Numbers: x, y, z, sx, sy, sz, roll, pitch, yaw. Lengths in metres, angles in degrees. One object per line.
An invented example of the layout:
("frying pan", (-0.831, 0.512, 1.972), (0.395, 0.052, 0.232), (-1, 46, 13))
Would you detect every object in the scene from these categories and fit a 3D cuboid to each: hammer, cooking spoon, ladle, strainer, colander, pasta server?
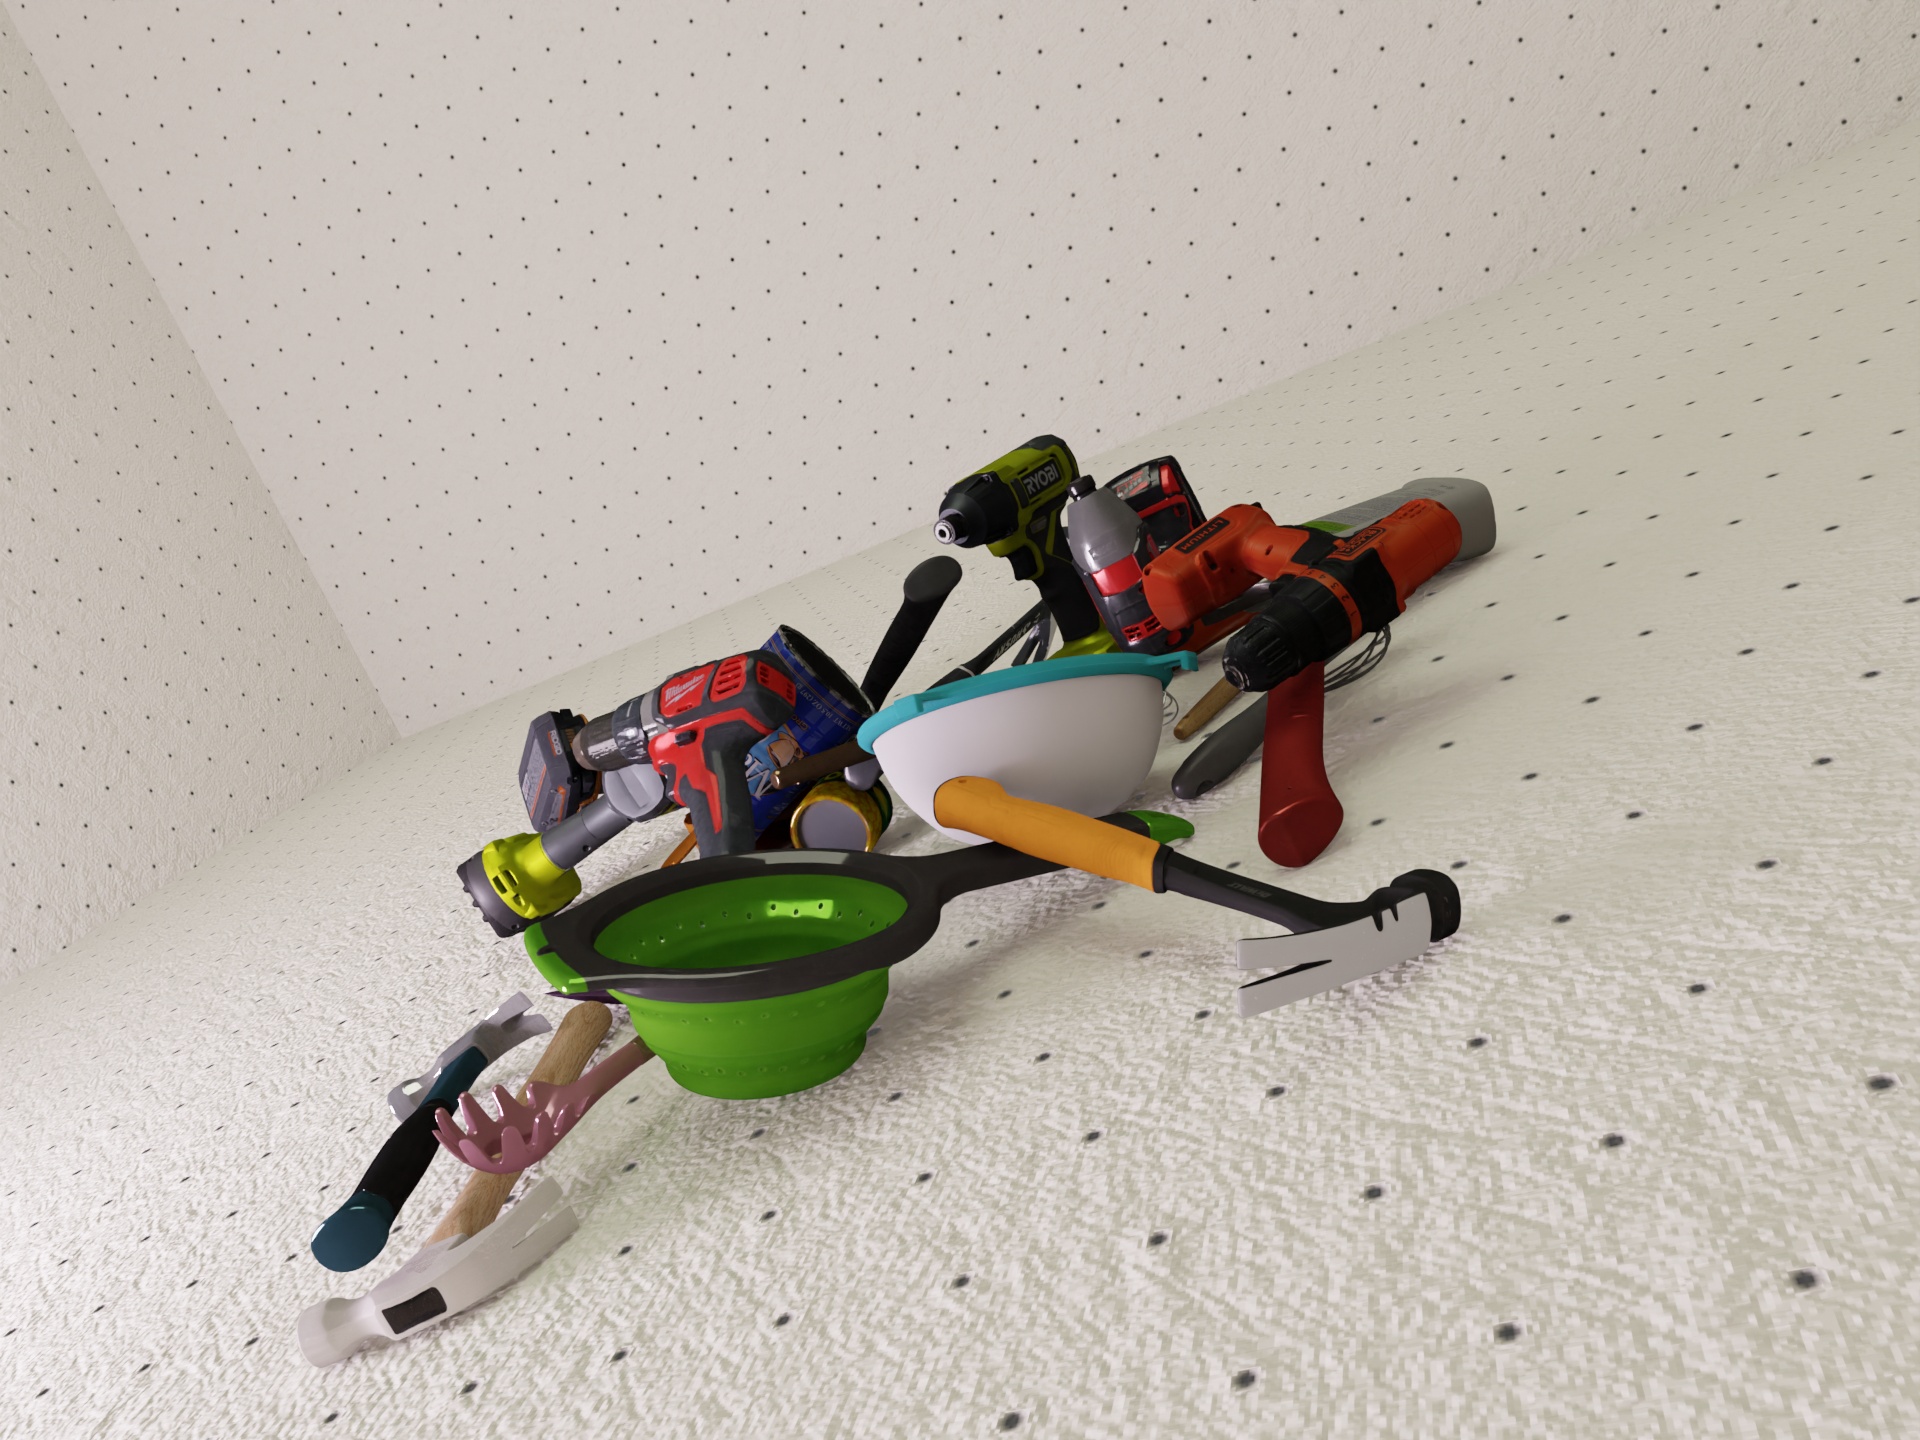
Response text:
("hammer", (0.081, 0.073, 0.814), (0.127, 0.034, 0.337), (-13, 15, -32))
("cooking spoon", (-0.002, -0.004, 1.170), (0.319, 0.017, 0.069), (-20, -4, -34))
("ladle", (0.251, -0.063, 1.251), (0.069, 0.031, 0.315), (-12, 20, 46))
("hammer", (-0.314, 0.238, 0.930), (0.128, 0.033, 0.331), (-39, 8, -2))
("strainer", (0.031, 0.047, 1.097), (0.211, 0.095, 0.340), (-9, -13, -14))
("hammer", (-0.065, -0.032, 1.333), (0.146, 0.035, 0.334), (-25, -19, -32))
("colander", (-0.037, 0.130, 0.903), (0.397, 0.094, 0.205), (-11, 14, -24))
("pasta server", (-0.173, 0.175, 0.928), (0.060, 0.040, 0.316), (3, 21, 32))
("hammer", (0.203, -0.021, 1.003), (0.149, 0.036, 0.359), (-20, 23, 24))
("hammer", (0.009, -0.040, 1.353), (0.036, 0.149, 0.409), (26, 33, 14))
("hammer", (-0.257, 0.245, 0.928), (0.130, 0.031, 0.331), (-23, 13, 8))

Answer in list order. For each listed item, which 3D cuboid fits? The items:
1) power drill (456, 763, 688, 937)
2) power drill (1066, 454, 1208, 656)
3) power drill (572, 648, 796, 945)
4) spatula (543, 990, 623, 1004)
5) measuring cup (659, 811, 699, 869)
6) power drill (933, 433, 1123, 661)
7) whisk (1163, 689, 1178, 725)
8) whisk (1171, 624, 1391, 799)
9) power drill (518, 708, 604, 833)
("power drill", (-0.313, 0.091, 1.413), (0.228, 0.080, 0.190), (-35, -3, 12))
("power drill", (0.138, -0.135, 1.235), (0.078, 0.143, 0.220), (-26, 8, 21))
("power drill", (-0.205, 0.069, 1.131), (0.188, 0.080, 0.227), (-18, 58, 26))
("spatula", (-0.181, 0.182, 1.051), (0.316, 0.018, 0.059), (-9, -12, 44))
("measuring cup", (-0.201, 0.106, 1.337), (0.095, 0.052, 0.174), (-19, 16, 24))
("power drill", (0.066, -0.108, 1.315), (0.080, 0.223, 0.171), (-13, 17, 41))
("whisk", (0.047, 0.016, 1.241), (0.284, 0.070, 0.070), (-19, 13, 40))
("whisk", (0.220, -0.017, 1.076), (0.239, 0.055, 0.055), (-38, 18, -31))
("power drill", (-0.292, 0.023, 1.516), (0.226, 0.084, 0.185), (-10, -29, -30))
